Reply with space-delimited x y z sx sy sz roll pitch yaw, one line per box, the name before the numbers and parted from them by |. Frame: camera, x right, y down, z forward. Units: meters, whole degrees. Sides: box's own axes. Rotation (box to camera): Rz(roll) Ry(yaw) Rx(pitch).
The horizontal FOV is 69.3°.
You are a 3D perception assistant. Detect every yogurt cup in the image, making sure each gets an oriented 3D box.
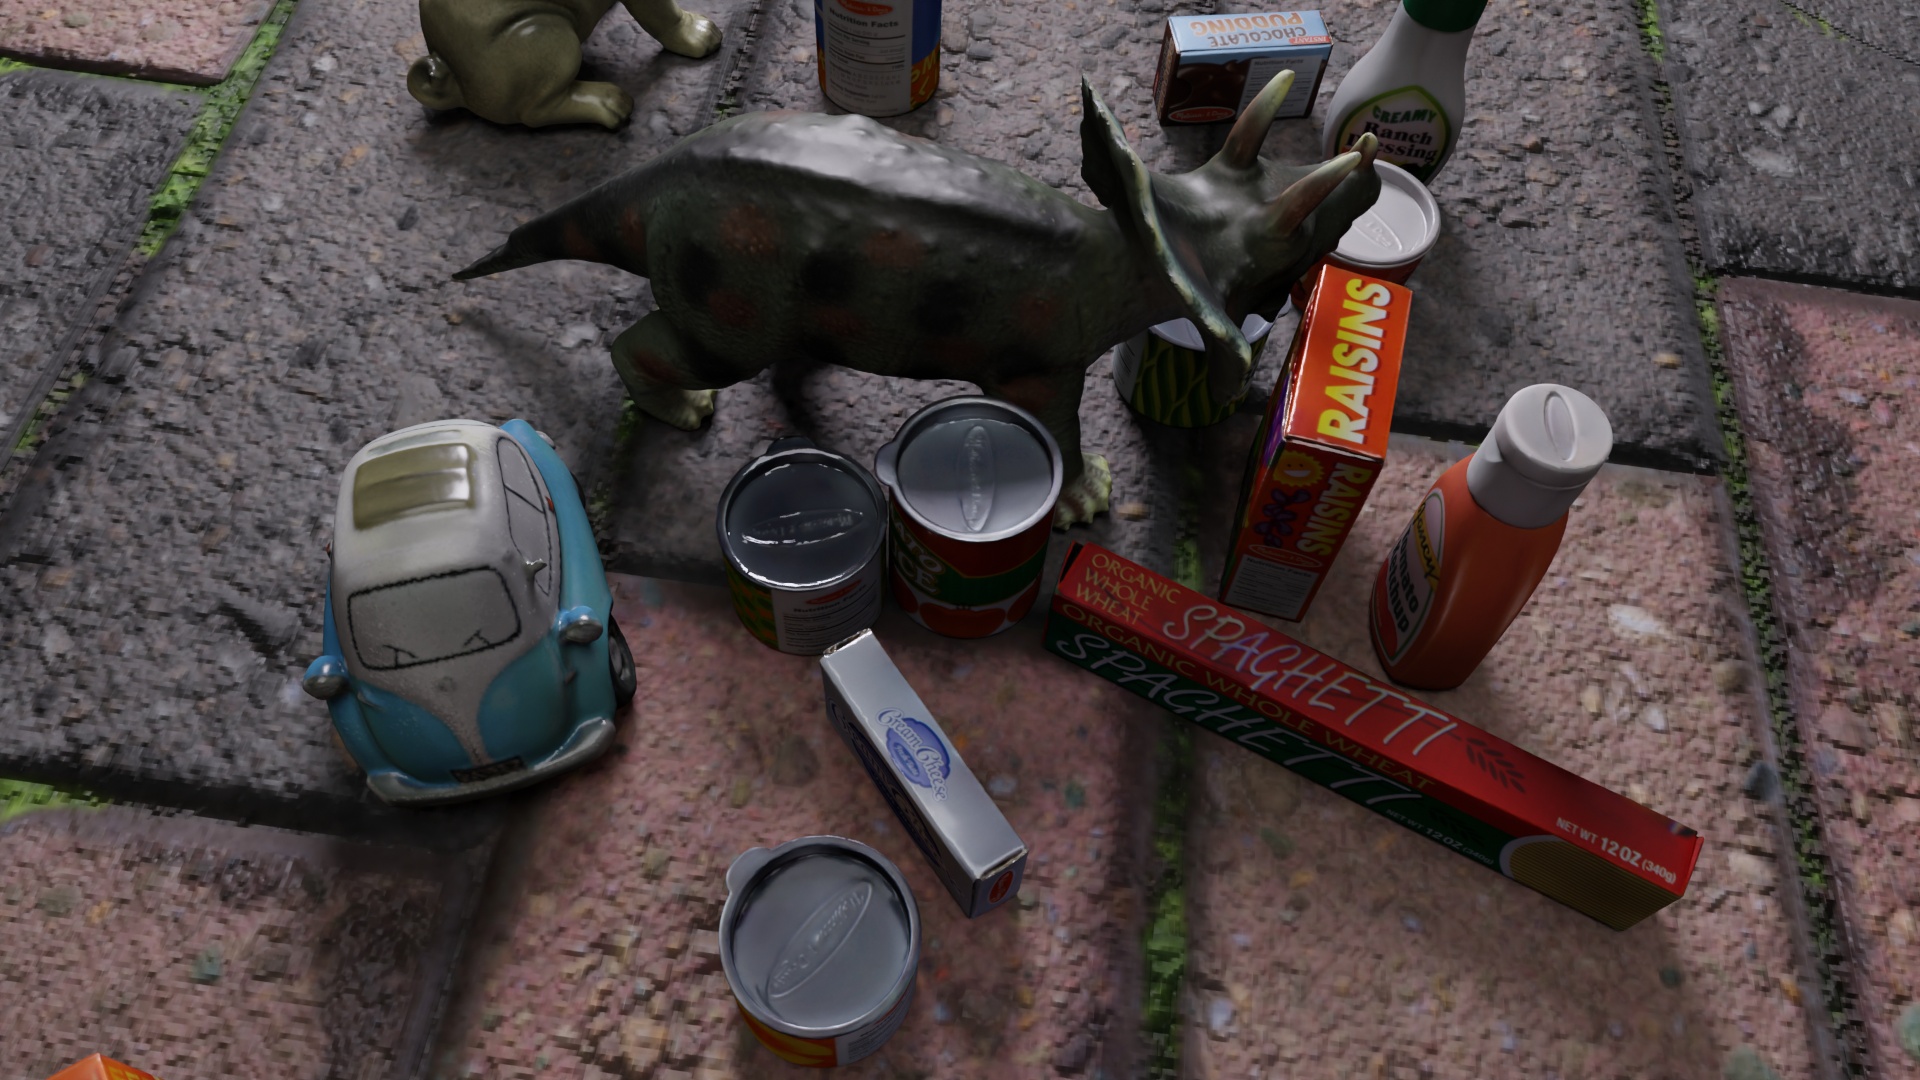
yogurt cup | 0.186 -0.140 0.660 0.072 0.053 0.073 1 59 -2

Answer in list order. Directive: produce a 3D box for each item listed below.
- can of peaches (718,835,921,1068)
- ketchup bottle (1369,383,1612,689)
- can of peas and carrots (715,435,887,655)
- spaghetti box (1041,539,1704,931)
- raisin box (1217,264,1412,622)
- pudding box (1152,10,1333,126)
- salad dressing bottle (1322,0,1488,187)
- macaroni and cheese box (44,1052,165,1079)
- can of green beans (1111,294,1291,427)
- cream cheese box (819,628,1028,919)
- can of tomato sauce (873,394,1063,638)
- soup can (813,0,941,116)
can of peaches | -0.049 0.141 0.478 0.071 0.057 0.071 1 59 -2
ketchup bottle | 0.196 -0.001 0.522 0.043 0.148 0.065 5 59 0
can of peas and carrots | -0.063 0.003 0.559 0.071 0.058 0.071 1 59 -2
spaghetti box | 0.147 0.073 0.533 0.250 0.050 0.029 26 61 12
raisin box | 0.139 -0.035 0.555 0.040 0.122 0.086 16 60 7
pudding box | 0.146 -0.247 0.725 0.084 0.049 0.030 -6 60 -6
salad dressing bottle | 0.215 -0.223 0.657 0.064 0.147 0.044 12 60 5
macaroni and cheese box | -0.244 0.201 0.368 0.124 0.165 0.040 -28 65 -18
can of green beans | 0.104 -0.093 0.626 0.071 0.057 0.071 1 59 -2
cream cheese box | -0.015 0.087 0.514 0.024 0.053 0.104 -30 65 -19
can of tomato sauce | 0.002 -0.007 0.554 0.071 0.082 0.071 1 59 -2
soup can | -0.041 -0.273 0.711 0.071 0.083 0.071 1 59 -2
